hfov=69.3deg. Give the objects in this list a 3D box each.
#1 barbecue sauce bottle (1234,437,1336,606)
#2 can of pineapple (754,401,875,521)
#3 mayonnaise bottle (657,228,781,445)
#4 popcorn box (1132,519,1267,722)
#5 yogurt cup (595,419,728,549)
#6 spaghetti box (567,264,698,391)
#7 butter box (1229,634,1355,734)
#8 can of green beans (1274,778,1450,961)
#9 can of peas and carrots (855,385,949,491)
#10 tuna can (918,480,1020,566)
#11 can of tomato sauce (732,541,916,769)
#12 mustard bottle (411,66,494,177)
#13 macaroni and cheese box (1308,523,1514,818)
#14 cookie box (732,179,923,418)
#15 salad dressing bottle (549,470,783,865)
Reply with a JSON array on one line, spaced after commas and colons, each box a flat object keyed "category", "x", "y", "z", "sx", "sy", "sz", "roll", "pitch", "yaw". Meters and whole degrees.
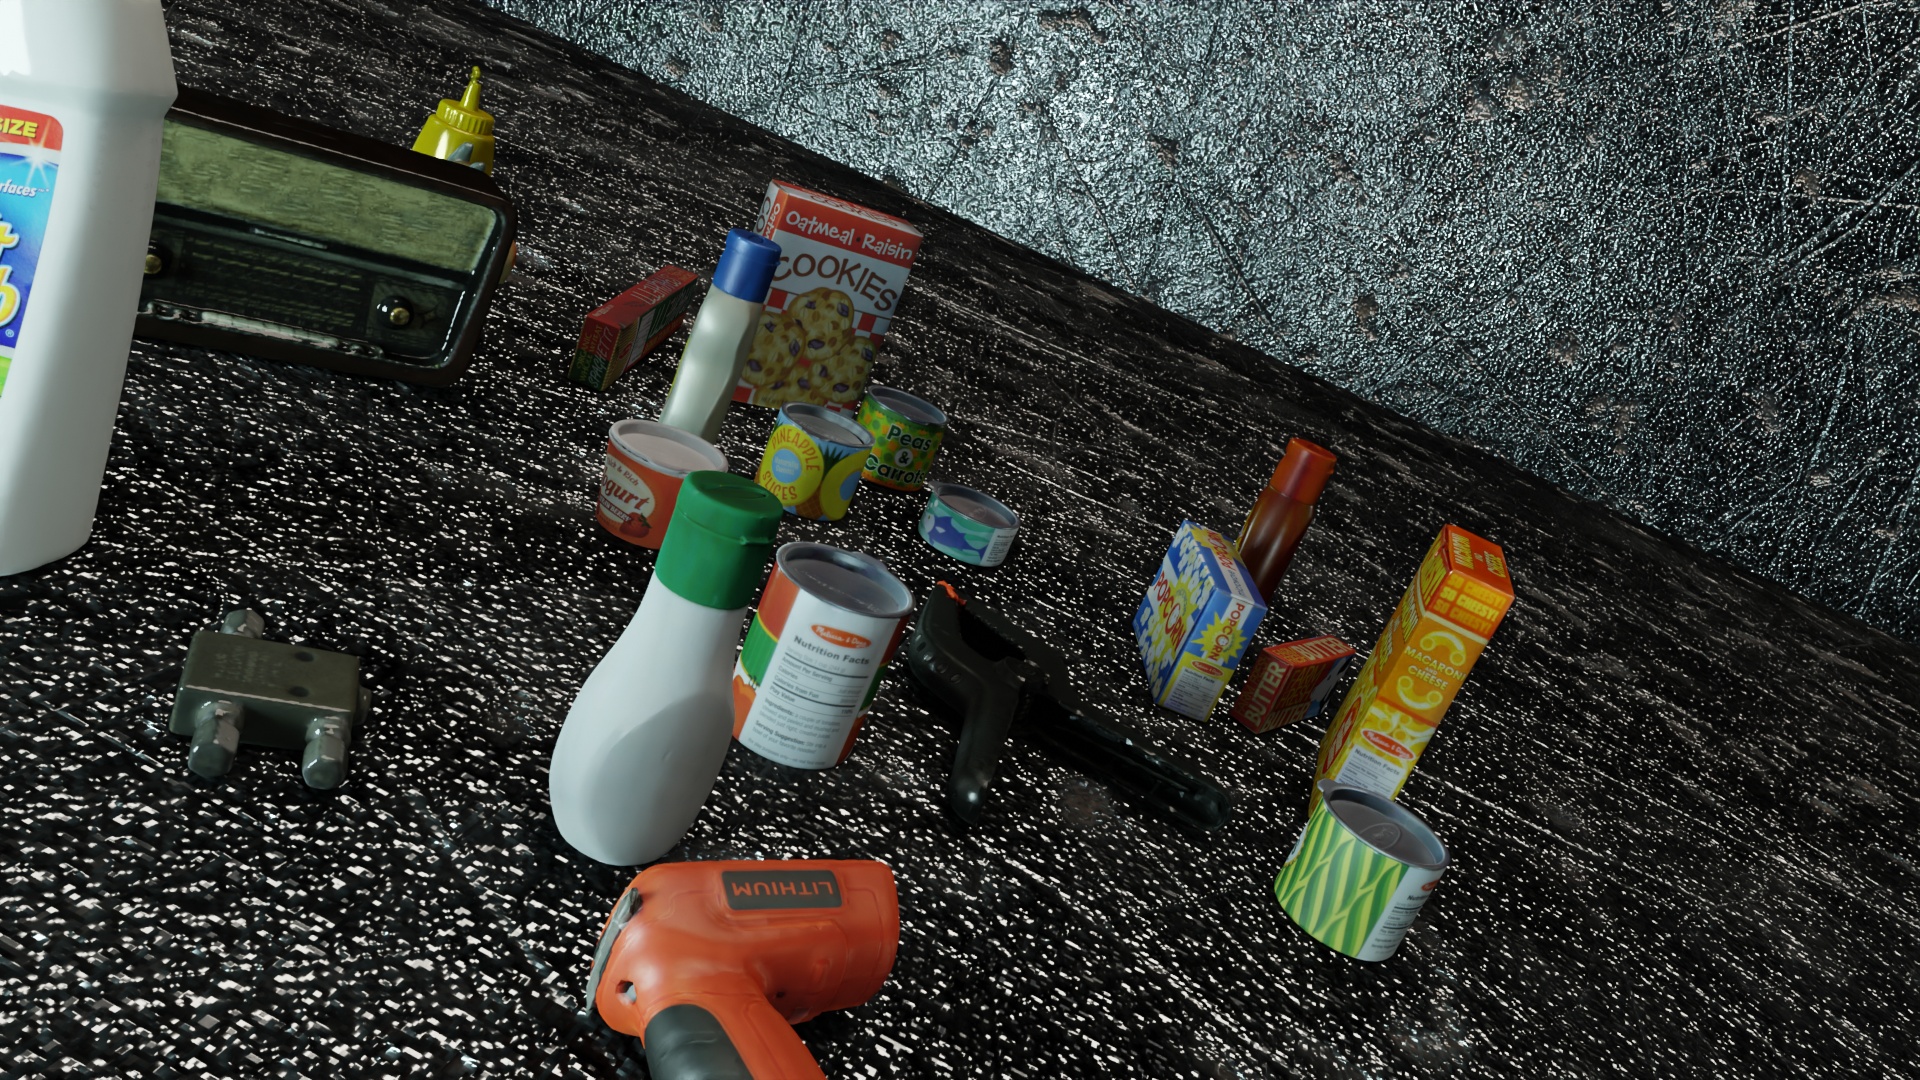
[{"category": "barbecue sauce bottle", "x": 0.229, "y": -0.002, "z": 1.028, "sx": 0.044, "sy": 0.148, "sz": 0.065, "roll": 28, "pitch": 19, "yaw": 13}, {"category": "can of pineapple", "x": -0.098, "y": -0.052, "z": 0.922, "sx": 0.071, "sy": 0.057, "sz": 0.071, "roll": 21, "pitch": 19, "yaw": -7}, {"category": "mayonnaise bottle", "x": -0.161, "y": -0.132, "z": 0.925, "sx": 0.041, "sy": 0.147, "sz": 0.065, "roll": 22, "pitch": 18, "yaw": -5}, {"category": "popcorn box", "x": 0.151, "y": 0.049, "z": 0.895, "sx": 0.038, "sy": 0.085, "sz": 0.127, "roll": 21, "pitch": 19, "yaw": -7}, {"category": "yogurt cup", "x": -0.171, "y": -0.030, "z": 0.783, "sx": 0.072, "sy": 0.053, "sz": 0.072, "roll": 21, "pitch": 19, "yaw": -7}, {"category": "spaghetti box", "x": -0.249, "y": -0.170, "z": 1.076, "sx": 0.029, "sy": 0.050, "sz": 0.251, "roll": 22, "pitch": 19, "yaw": -5}, {"category": "butter box", "x": 0.218, "y": 0.093, "z": 0.905, "sx": 0.024, "sy": 0.053, "sz": 0.104, "roll": 35, "pitch": 22, "yaw": 32}, {"category": "can of green beans", "x": 0.196, "y": 0.163, "z": 0.683, "sx": 0.071, "sy": 0.057, "sz": 0.071, "roll": 21, "pitch": 19, "yaw": -7}, {"category": "can of peas and carrots", "x": -0.049, "y": -0.075, "z": 1.041, "sx": 0.071, "sy": 0.058, "sz": 0.071, "roll": 21, "pitch": 19, "yaw": -7}, {"category": "tuna can", "x": 0.003, "y": -0.012, "z": 0.970, "sx": 0.071, "sy": 0.032, "sz": 0.071, "roll": 21, "pitch": 19, "yaw": -7}, {"category": "can of tomato sauce", "x": -0.066, "y": 0.052, "z": 0.638, "sx": 0.071, "sy": 0.082, "sz": 0.071, "roll": 21, "pitch": 19, "yaw": -7}, {"category": "mustard bottle", "x": -0.380, "y": -0.273, "z": 1.032, "sx": 0.049, "sy": 0.159, "sz": 0.065, "roll": 27, "pitch": 19, "yaw": 11}, {"category": "macaroni and cheese box", "x": 0.261, "y": 0.080, "z": 0.814, "sx": 0.040, "sy": 0.165, "sz": 0.124, "roll": 27, "pitch": 19, "yaw": 10}, {"category": "cookie box", "x": -0.116, "y": -0.183, "z": 1.086, "sx": 0.123, "sy": 0.166, "sz": 0.040, "roll": 10, "pitch": 23, "yaw": -36}, {"category": "salad dressing bottle", "x": -0.105, "y": 0.047, "z": 0.505, "sx": 0.064, "sy": 0.147, "sz": 0.044, "roll": 3, "pitch": 27, "yaw": -47}]
